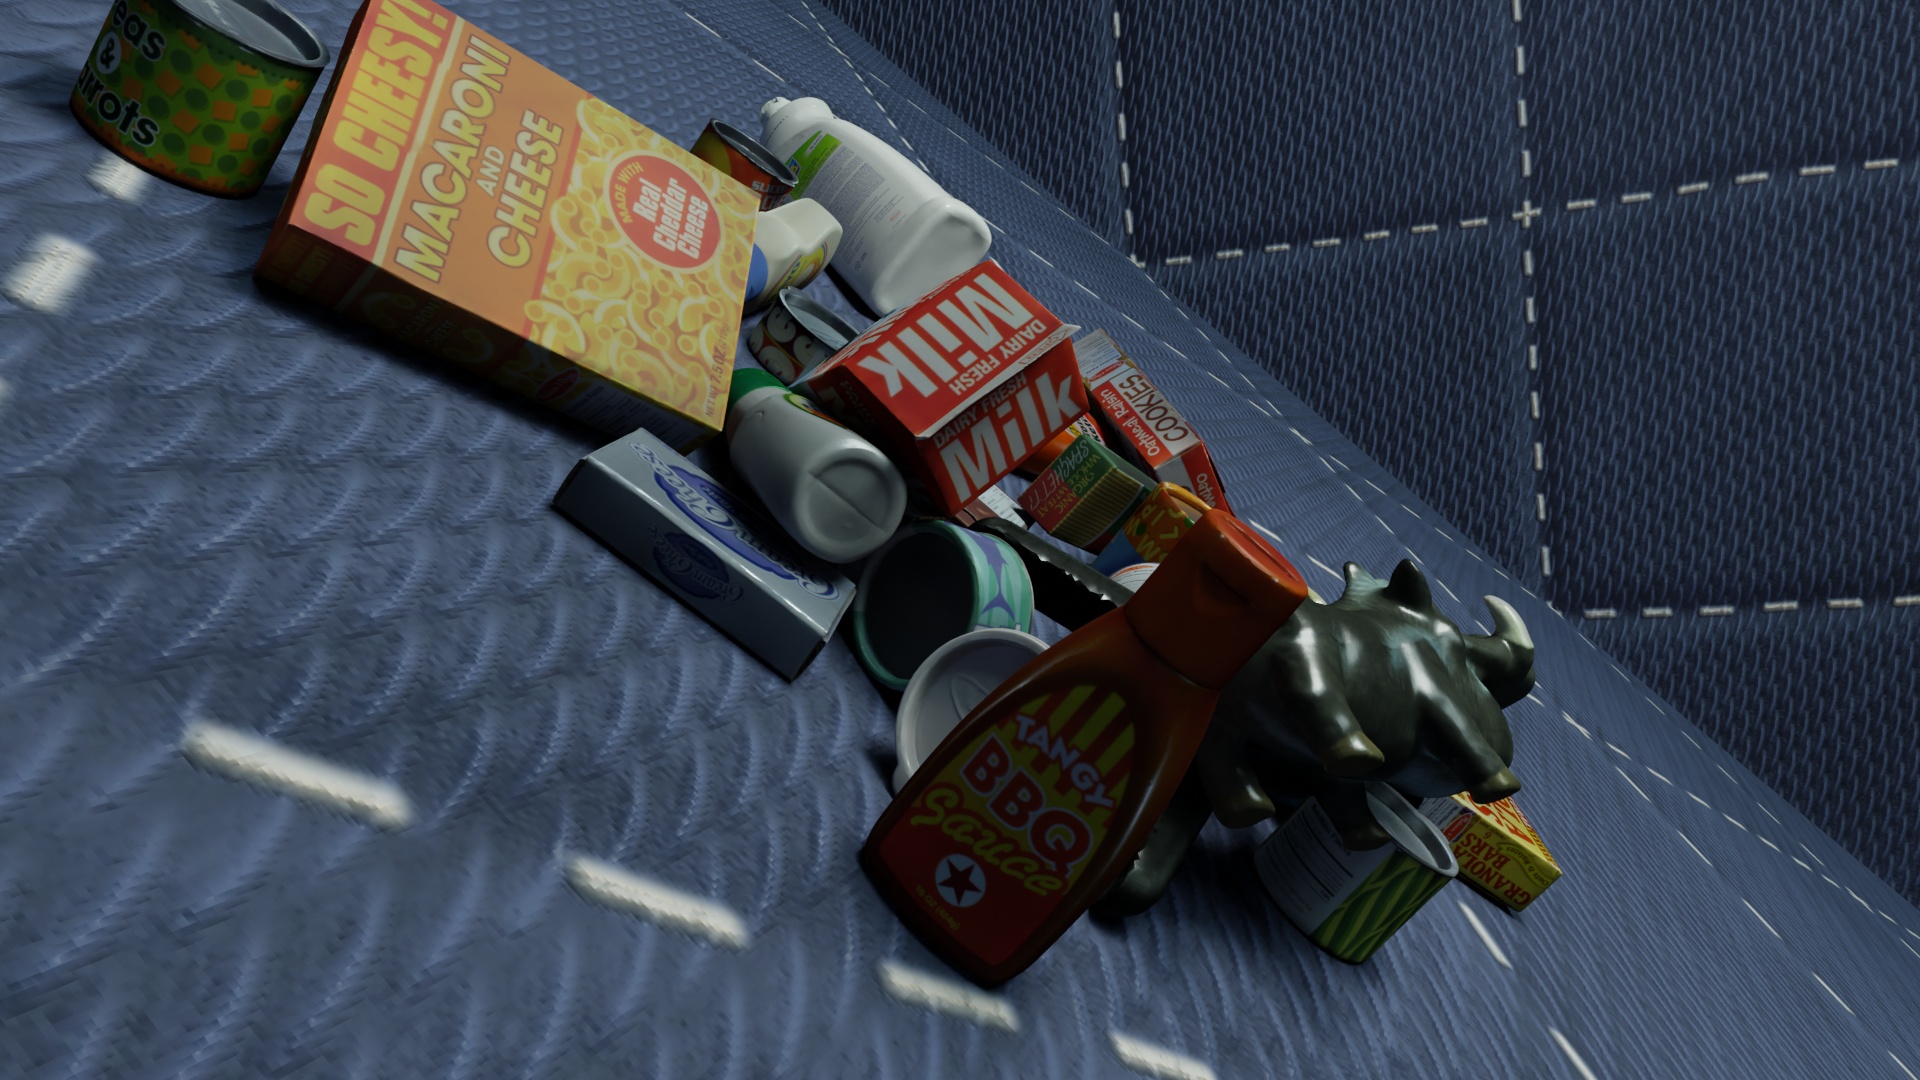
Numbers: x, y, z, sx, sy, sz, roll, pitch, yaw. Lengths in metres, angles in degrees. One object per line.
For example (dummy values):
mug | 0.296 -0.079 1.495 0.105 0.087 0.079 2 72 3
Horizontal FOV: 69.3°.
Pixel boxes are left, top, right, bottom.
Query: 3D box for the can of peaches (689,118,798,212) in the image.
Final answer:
can of peaches | -0.145 -0.223 0.882 0.071 0.058 0.071 35 18 -13

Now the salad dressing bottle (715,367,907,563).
salad dressing bottle | -0.068 -0.036 0.553 0.064 0.044 0.148 39 1 -30

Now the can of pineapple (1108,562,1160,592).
can of pineapple | 0.090 0.050 0.658 0.071 0.070 0.058 39 18 1

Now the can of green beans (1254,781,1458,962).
can of green beans | 0.172 0.140 0.608 0.071 0.057 0.071 34 18 -13

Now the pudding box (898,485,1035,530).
pudding box | 0.002 -0.009 0.689 0.049 0.030 0.084 41 18 4

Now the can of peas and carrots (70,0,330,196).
can of peas and carrots | -0.272 -0.166 0.494 0.071 0.058 0.071 34 19 -13

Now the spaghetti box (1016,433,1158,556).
spaghetti box | 0.105 -0.009 0.805 0.029 0.050 0.250 49 12 24

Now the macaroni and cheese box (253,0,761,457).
macaroni and cheese box | -0.163 -0.118 0.531 0.166 0.040 0.124 25 54 -34

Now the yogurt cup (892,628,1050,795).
yogurt cup | 0.019 0.069 0.476 0.072 0.072 0.054 49 8 30

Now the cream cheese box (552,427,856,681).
cream cheese box | -0.088 0.002 0.495 0.104 0.024 0.053 37 18 -4

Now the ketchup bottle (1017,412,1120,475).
ketchup bottle | 0.049 -0.068 0.904 0.065 0.043 0.149 50 21 23

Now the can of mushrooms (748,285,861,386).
can of mushrooms | -0.081 -0.106 0.760 0.071 0.033 0.071 34 19 -13

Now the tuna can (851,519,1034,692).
tuna can | -0.006 0.028 0.523 0.033 0.071 0.071 16 28 -48

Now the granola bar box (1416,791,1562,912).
granola bar box | 0.283 0.140 0.858 0.124 0.039 0.166 34 18 -11

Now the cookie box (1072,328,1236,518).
cookie box | 0.137 -0.060 0.980 0.122 0.040 0.168 59 1 -39

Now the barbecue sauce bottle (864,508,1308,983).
barbecue sauce bottle | 0.038 0.057 0.403 0.065 0.148 0.044 43 17 13

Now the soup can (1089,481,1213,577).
soup can | 0.103 0.019 0.729 0.071 0.083 0.071 34 18 -12

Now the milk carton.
milk carton | -0.011 -0.059 0.570 0.073 0.072 0.190 55 -12 -11

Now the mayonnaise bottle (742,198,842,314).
mayonnaise bottle | -0.113 -0.157 0.782 0.041 0.064 0.149 41 22 -4
